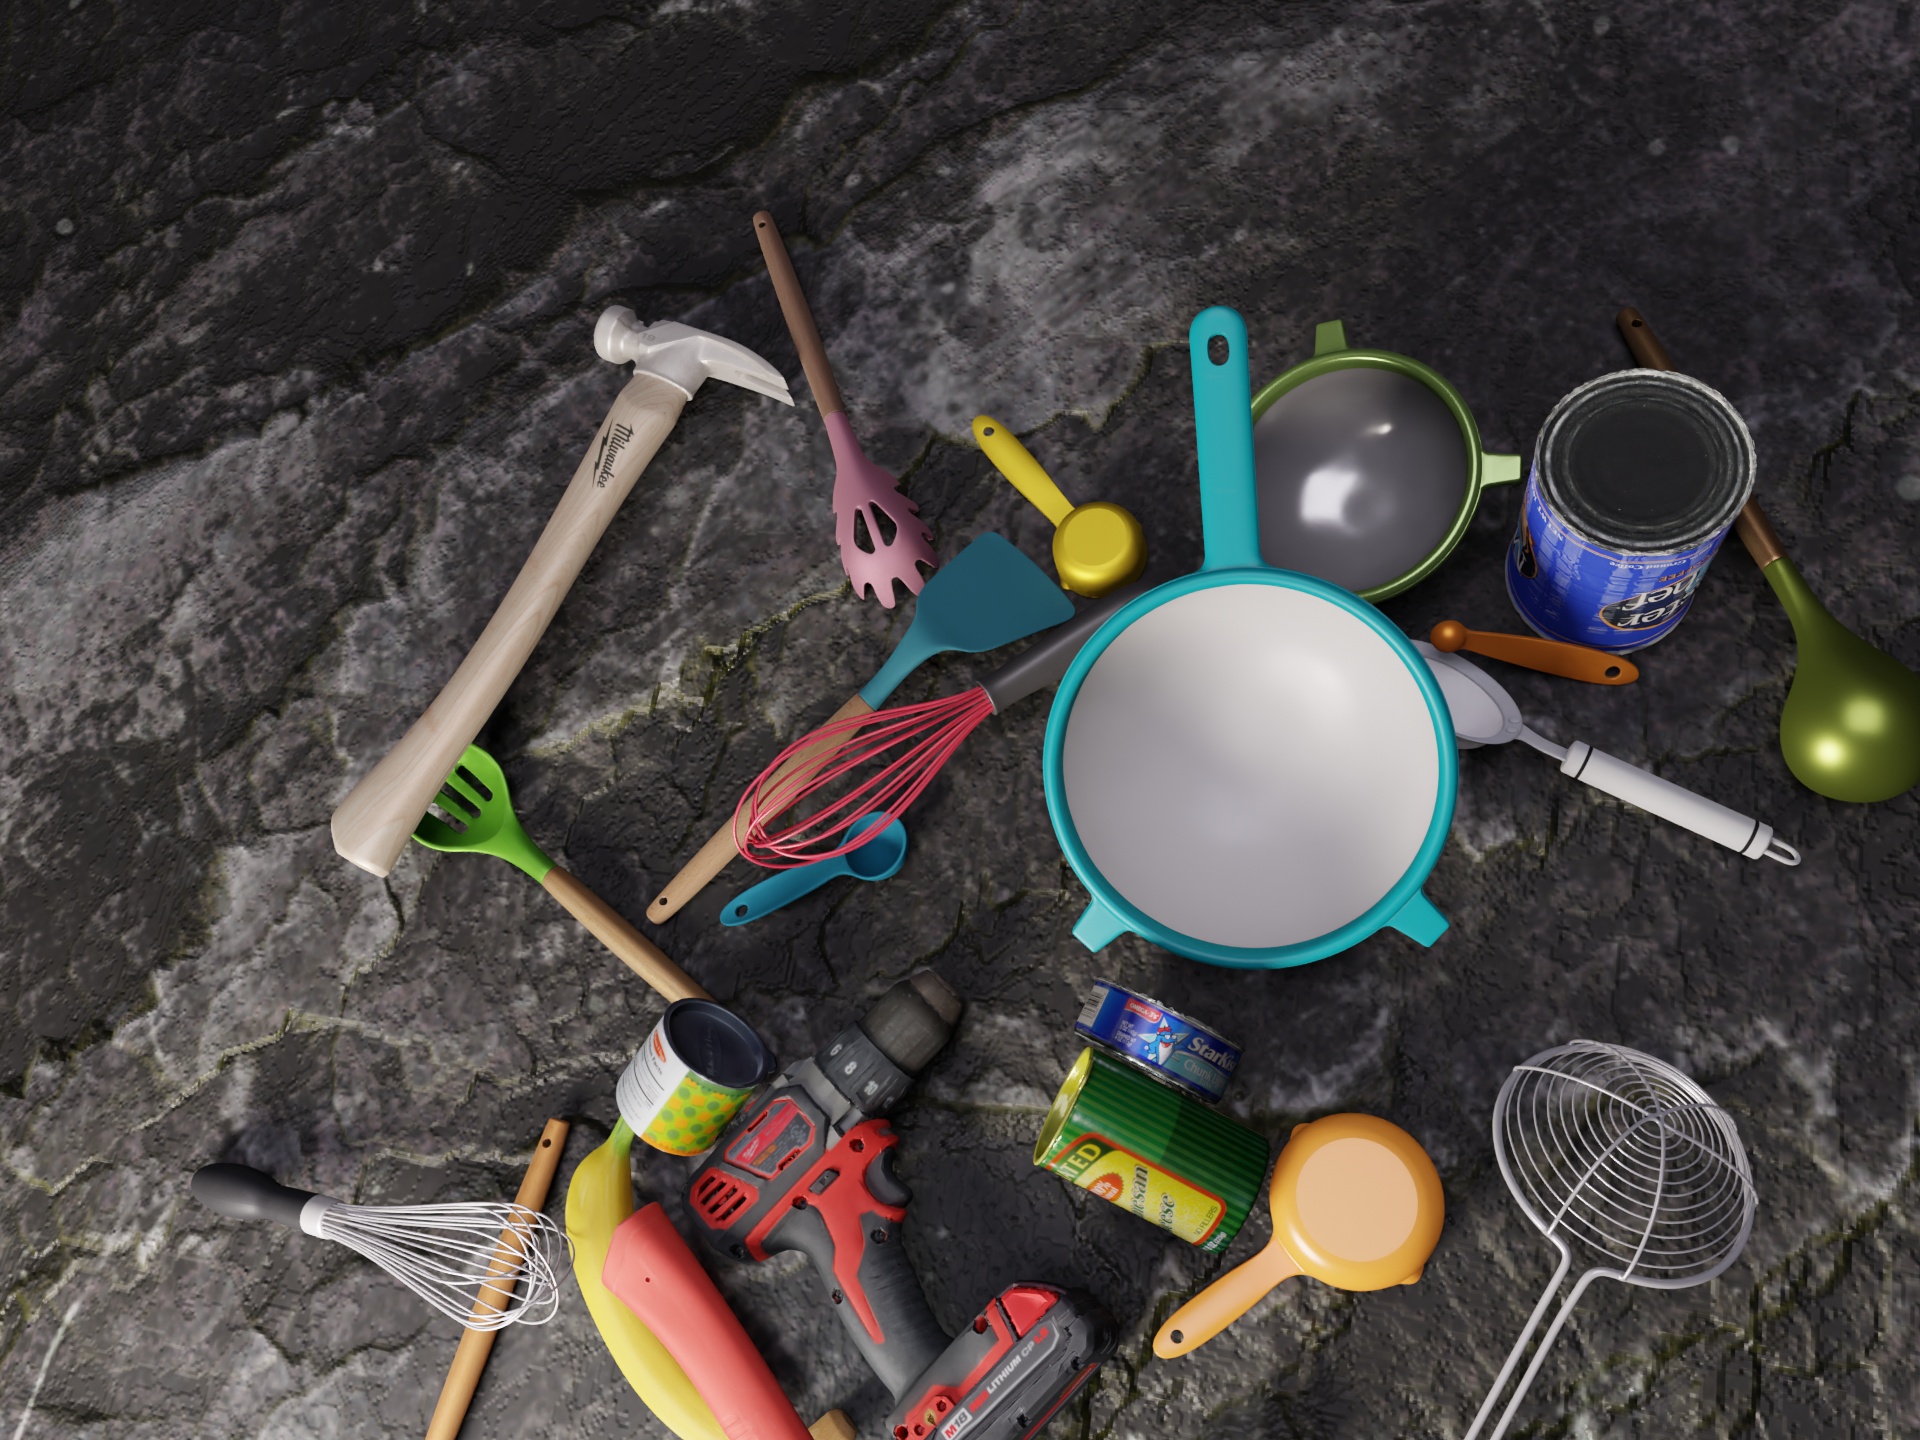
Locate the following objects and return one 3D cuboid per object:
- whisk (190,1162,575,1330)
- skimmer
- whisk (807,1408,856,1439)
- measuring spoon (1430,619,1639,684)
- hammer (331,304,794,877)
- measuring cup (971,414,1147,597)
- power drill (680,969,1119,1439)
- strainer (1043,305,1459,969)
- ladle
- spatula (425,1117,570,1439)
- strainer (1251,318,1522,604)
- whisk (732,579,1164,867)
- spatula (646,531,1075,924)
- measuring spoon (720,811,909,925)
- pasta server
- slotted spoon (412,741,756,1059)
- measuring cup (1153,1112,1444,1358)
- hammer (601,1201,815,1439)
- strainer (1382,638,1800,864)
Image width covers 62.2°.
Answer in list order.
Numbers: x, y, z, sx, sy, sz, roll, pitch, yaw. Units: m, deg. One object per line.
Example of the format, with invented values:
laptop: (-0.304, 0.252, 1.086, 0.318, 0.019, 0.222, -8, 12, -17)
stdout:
whisk: (-0.337, 0.288, 0.899, 0.285, 0.070, 0.070, 4, 72, 27)
skimmer: (0.262, 0.328, 0.775, 0.127, 0.090, 0.363, 28, 90, 17)
whisk: (-0.152, 0.448, 0.829, 0.245, 0.051, 0.047, -39, 89, -6)
measuring spoon: (0.317, -0.035, 0.877, 0.117, 0.021, 0.011, 12, 35, 0)
hammer: (-0.260, -0.082, 1.012, 0.146, 0.038, 0.411, 22, 72, 18)
measuring cup: (0.054, -0.141, 0.982, 0.062, 0.029, 0.157, -39, 69, -2)
power drill: (-0.018, 0.262, 0.840, 0.188, 0.080, 0.227, -45, 65, -5)
strainer: (0.150, -0.043, 0.849, 0.211, 0.095, 0.340, -3, 97, 14)
ladle: (0.436, -0.101, 0.881, 0.078, 0.062, 0.320, -19, 62, 6)
spatula: (-0.284, 0.378, 0.879, 0.081, 0.041, 0.323, 13, 74, 18)
strainer: (0.193, -0.092, 0.924, 0.256, 0.069, 0.152, -50, 63, 12)
whisk: (-0.001, -0.003, 0.924, 0.296, 0.073, 0.073, -31, 67, -9)
spatula: (-0.070, 0.011, 0.965, 0.317, 0.044, 0.082, -45, 69, 1)
measuring spoon: (-0.085, 0.095, 0.945, 0.128, 0.021, 0.042, -26, 57, 13)
pasta server: (-0.087, -0.214, 1.045, 0.060, 0.040, 0.316, -23, 64, 5)
slotted spoon: (-0.232, 0.111, 0.966, 0.314, 0.031, 0.070, 36, 82, 19)
measuring cup: (0.166, 0.268, 0.804, 0.173, 0.052, 0.095, -36, 68, -3)
hammer: (-0.060, 0.395, 0.794, 0.149, 0.036, 0.359, -36, 77, 0)
strainer: (0.324, 0.020, 0.860, 0.258, 0.050, 0.087, 26, 36, 15)
